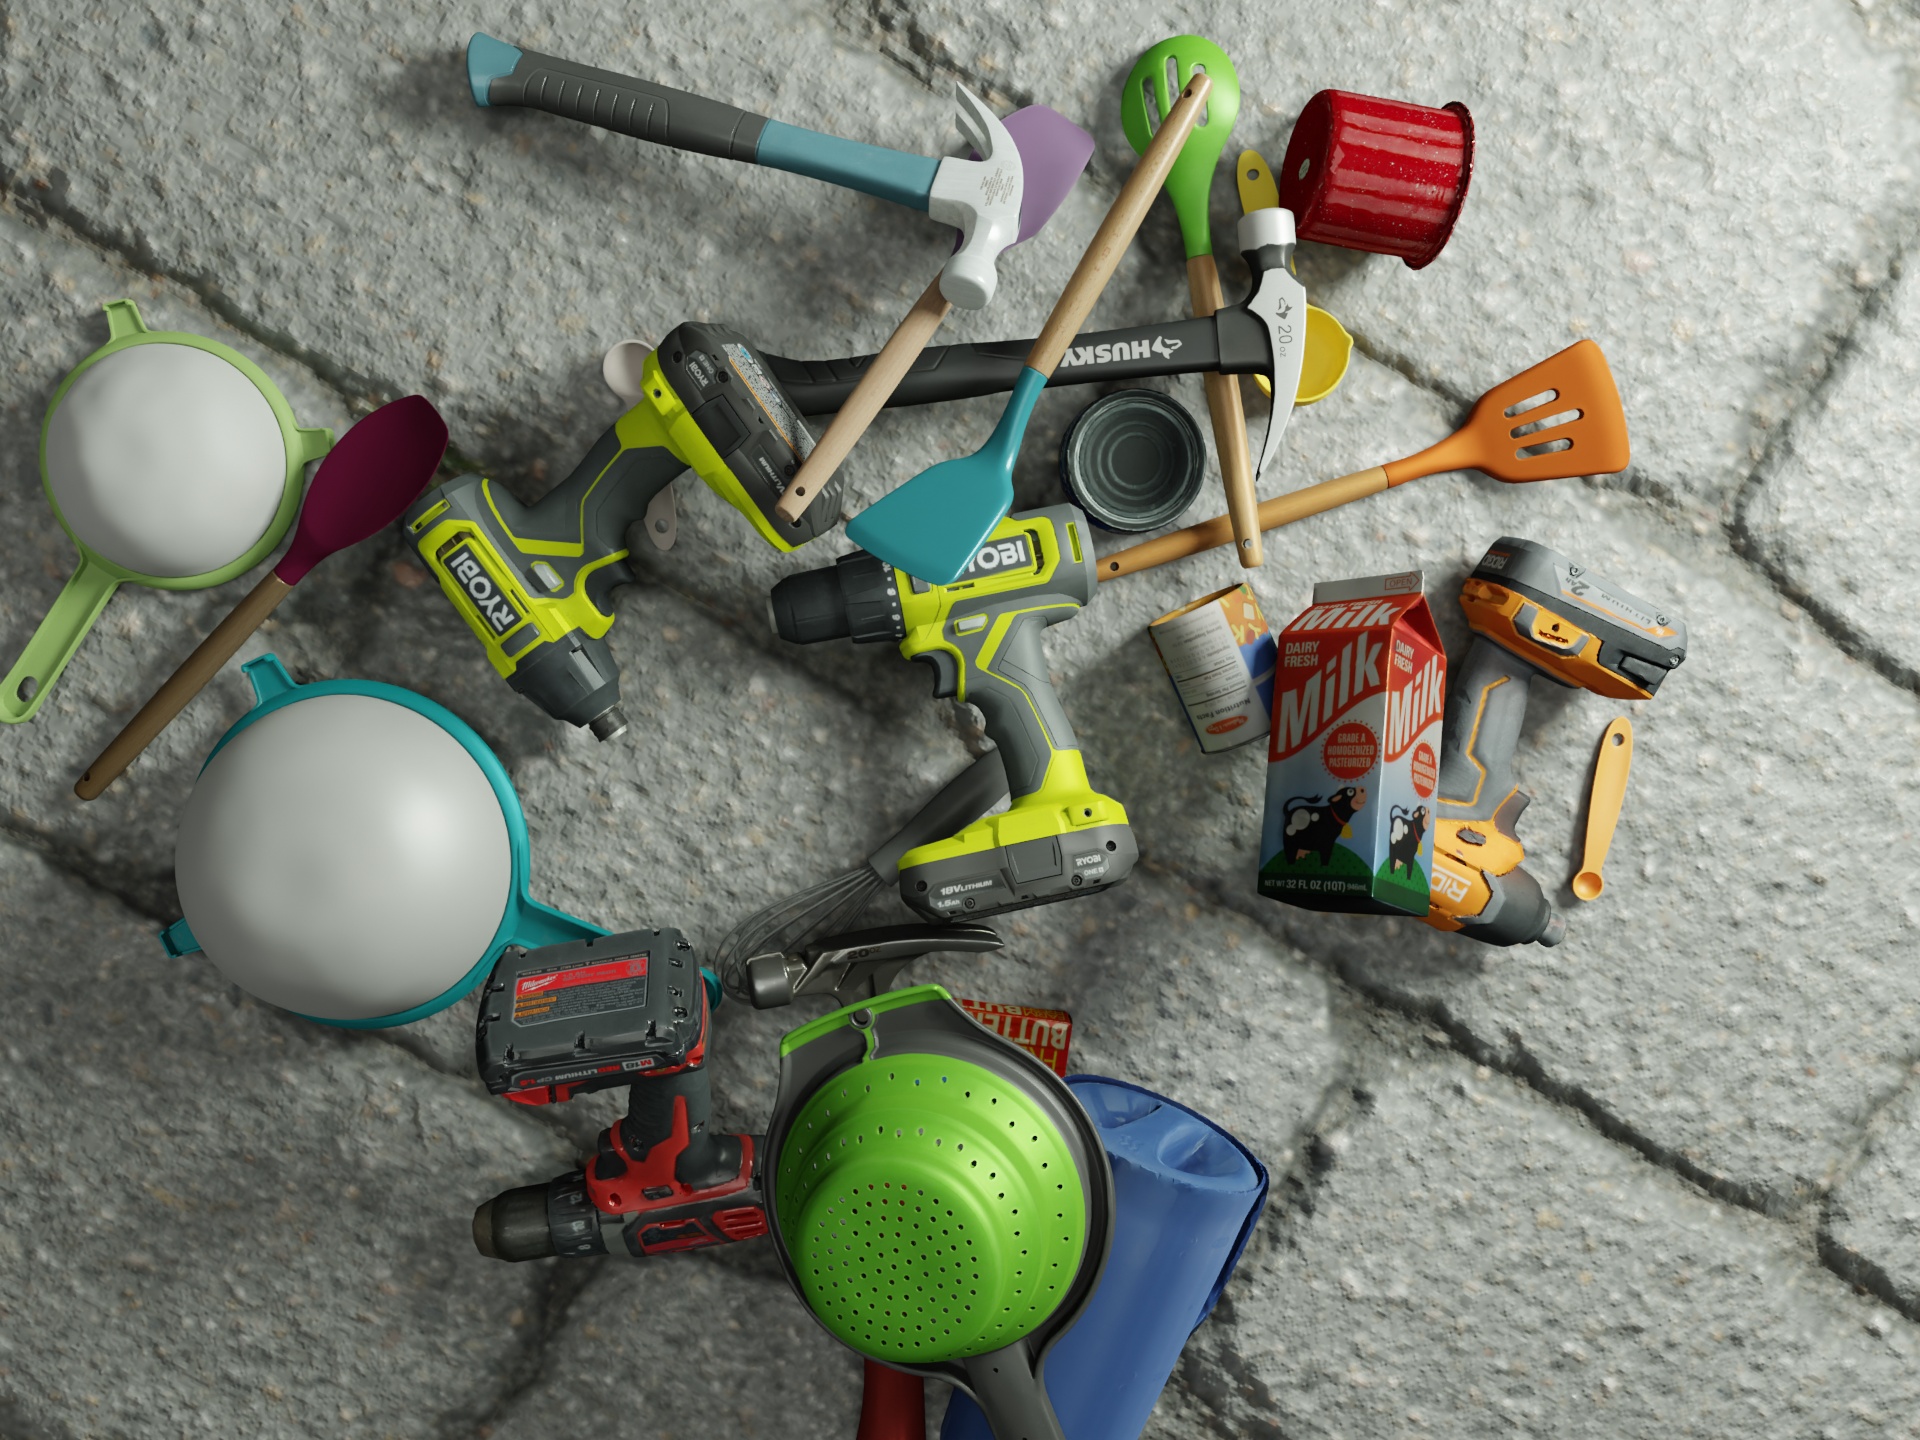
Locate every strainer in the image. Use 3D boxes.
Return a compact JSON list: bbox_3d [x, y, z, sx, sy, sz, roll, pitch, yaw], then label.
[{"bbox_3d":[-0.303,0.107,0.901,0.340,0.095,0.211,21,97,4],"label":"strainer"},{"bbox_3d":[-0.489,-0.105,0.905,0.151,0.069,0.256,34,92,-5],"label":"strainer"}]

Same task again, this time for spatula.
[{"bbox_3d":[0.050,-0.216,0.867,0.082,0.044,0.317,31,93,34],"label":"spatula"},{"bbox_3d":[-0.016,-0.232,0.880,0.060,0.018,0.316,32,68,-4],"label":"spatula"},{"bbox_3d":[0.232,-0.138,0.949,0.322,0.041,0.081,-18,97,0],"label":"spatula"}]

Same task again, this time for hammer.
[{"bbox_3d":[-0.123,-0.326,0.890,0.331,0.033,0.128,17,67,5],"label":"hammer"},{"bbox_3d":[-0.038,0.298,0.959,0.149,0.037,0.359,-7,103,-11],"label":"hammer"},{"bbox_3d":[0.029,-0.197,0.910,0.335,0.035,0.146,-5,90,8],"label":"hammer"}]

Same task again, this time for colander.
[{"bbox_3d":[0.007,0.346,0.852,0.204,0.094,0.397,-22,92,14],"label":"colander"}]

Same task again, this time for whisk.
[{"bbox_3d":[-0.050,0.088,0.958,0.239,0.055,0.055,-39,96,-3],"label":"whisk"}]

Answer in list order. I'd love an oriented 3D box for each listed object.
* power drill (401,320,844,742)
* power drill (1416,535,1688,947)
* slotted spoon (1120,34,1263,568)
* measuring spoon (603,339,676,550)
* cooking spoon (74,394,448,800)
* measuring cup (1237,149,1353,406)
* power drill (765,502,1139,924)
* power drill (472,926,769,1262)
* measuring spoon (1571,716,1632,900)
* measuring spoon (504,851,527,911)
[{"bbox_3d":[-0.184,-0.104,0.902,0.223,0.080,0.171,-33,97,16],"label":"power drill"},{"bbox_3d":[0.331,0.023,0.951,0.164,0.084,0.226,28,98,-5],"label":"power drill"},{"bbox_3d":[0.146,-0.244,0.926,0.070,0.031,0.314,-9,93,19],"label":"slotted spoon"},{"bbox_3d":[-0.185,-0.163,0.943,0.034,0.018,0.124,-8,103,-2],"label":"measuring spoon"},{"bbox_3d":[-0.409,-0.065,0.923,0.319,0.017,0.069,-44,69,8],"label":"cooking spoon"},{"bbox_3d":[0.189,-0.262,0.947,0.062,0.029,0.156,-14,84,8],"label":"measuring cup"},{"bbox_3d":[-0.001,-0.003,0.915,0.190,0.080,0.229,-12,79,-3],"label":"power drill"},{"bbox_3d":[-0.209,0.232,0.910,0.188,0.080,0.226,-9,129,0],"label":"power drill"},{"bbox_3d":[0.400,0.055,0.992,0.021,0.011,0.117,11,91,-4],"label":"measuring spoon"},{"bbox_3d":[-0.317,0.075,0.960,0.128,0.021,0.042,25,97,4],"label":"measuring spoon"}]
